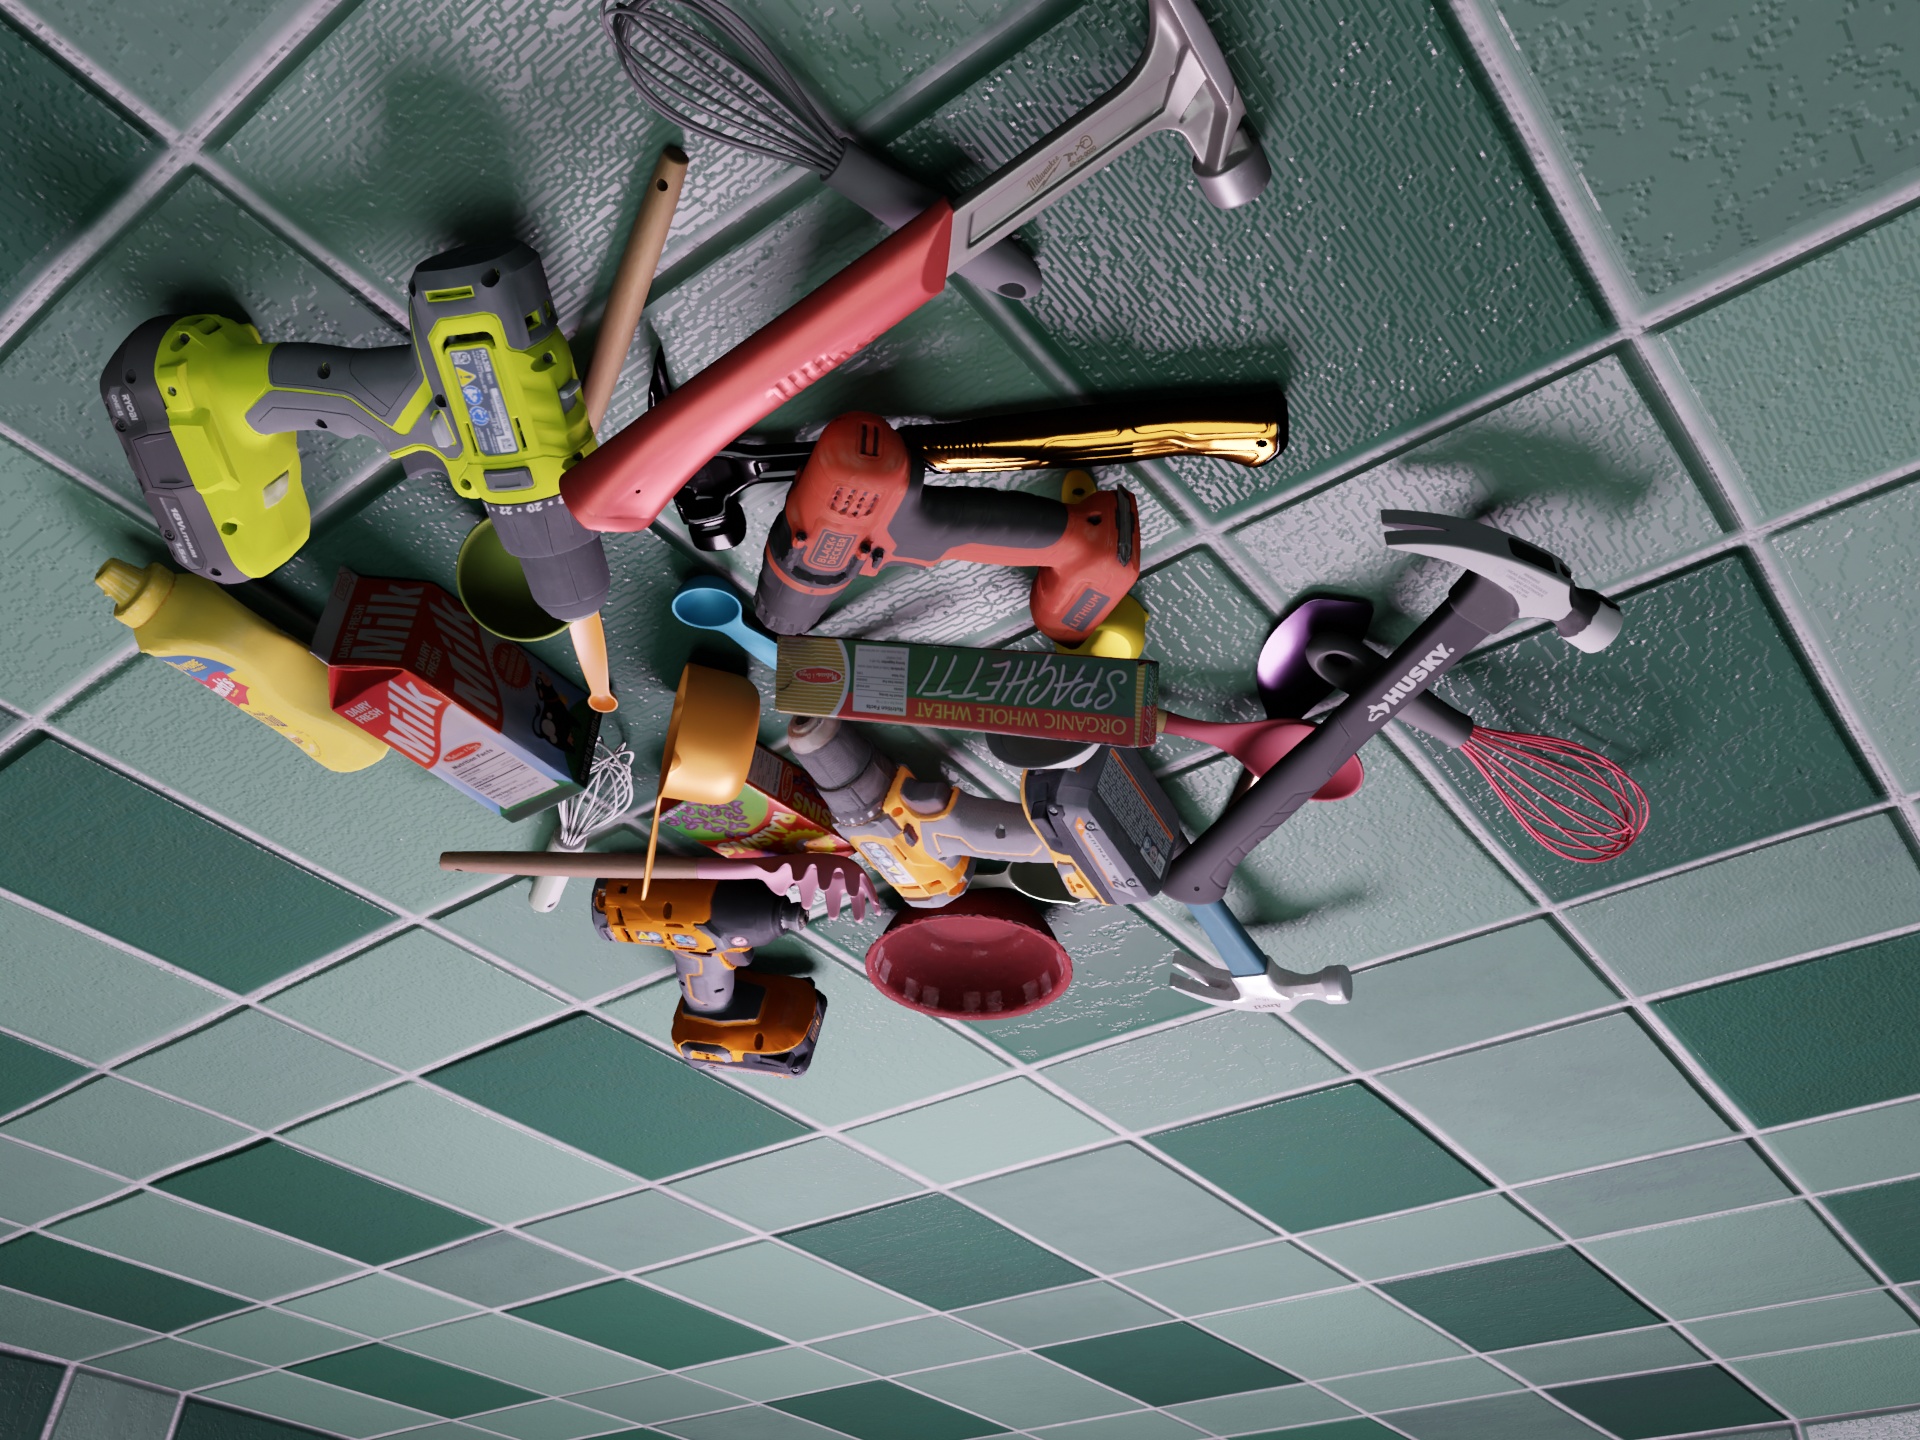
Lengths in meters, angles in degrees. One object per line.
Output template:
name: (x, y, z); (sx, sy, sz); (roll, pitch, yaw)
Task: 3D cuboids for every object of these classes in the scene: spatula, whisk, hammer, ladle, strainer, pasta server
spatula: (0.203, 0.026, 1.074); (0.059, 0.018, 0.315); (4, 141, -6)
whisk: (0.333, 0.015, 1.016); (0.295, 0.073, 0.073); (27, 136, -23)
hammer: (-0.043, -0.200, 0.717); (0.359, 0.037, 0.149); (-31, 135, 15)
ladle: (0.105, -0.003, 1.021); (0.315, 0.031, 0.069); (13, 138, -3)
strainer: (-0.002, -0.003, 0.980); (0.258, 0.087, 0.050); (7, 138, 27)
ladle: (-0.200, -0.159, 0.836); (0.078, 0.062, 0.320); (29, 134, -6)
hammer: (0.167, 0.115, 1.150); (0.128, 0.033, 0.330); (-12, 134, 30)
whisk: (-0.054, -0.254, 0.716); (0.238, 0.055, 0.055); (24, 137, -31)
hammer: (0.225, 0.009, 0.970); (0.146, 0.035, 0.334); (27, 129, -16)
hammer: (0.004, -0.152, 0.848); (0.337, 0.034, 0.127); (-3, 143, 7)
pasta server: (-0.213, 0.111, 1.125); (0.316, 0.040, 0.060); (2, 154, 3)
whisk: (-0.282, 0.082, 1.156); (0.059, 0.058, 0.246); (44, 141, 5)

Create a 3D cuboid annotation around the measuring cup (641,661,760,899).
measuring cup: (-0.170, 0.047, 1.038); (0.052, 0.095, 0.173); (10, 115, -13)

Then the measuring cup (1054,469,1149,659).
measuring cup: (0.076, -0.082, 0.935); (0.062, 0.029, 0.156); (-4, 141, 9)

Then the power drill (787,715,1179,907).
power drill: (0.007, 0.050, 1.046); (0.226, 0.084, 0.185); (-5, 136, 36)

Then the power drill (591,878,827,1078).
power drill: (-0.177, 0.194, 1.250); (0.164, 0.084, 0.226); (2, 140, 16)

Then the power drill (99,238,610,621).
power drill: (-0.295, -0.134, 0.813); (0.228, 0.080, 0.190); (-3, 121, 12)

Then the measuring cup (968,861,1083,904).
measuring cup: (0.031, 0.102, 1.170); (0.167, 0.038, 0.083); (-6, 142, 20)

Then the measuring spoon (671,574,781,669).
measuring spoon: (-0.130, -0.058, 0.995); (0.042, 0.021, 0.128); (-20, 145, 27)

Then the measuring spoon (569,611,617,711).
measuring spoon: (-0.235, -0.047, 1.018); (0.021, 0.011, 0.116); (1, 138, -1)
